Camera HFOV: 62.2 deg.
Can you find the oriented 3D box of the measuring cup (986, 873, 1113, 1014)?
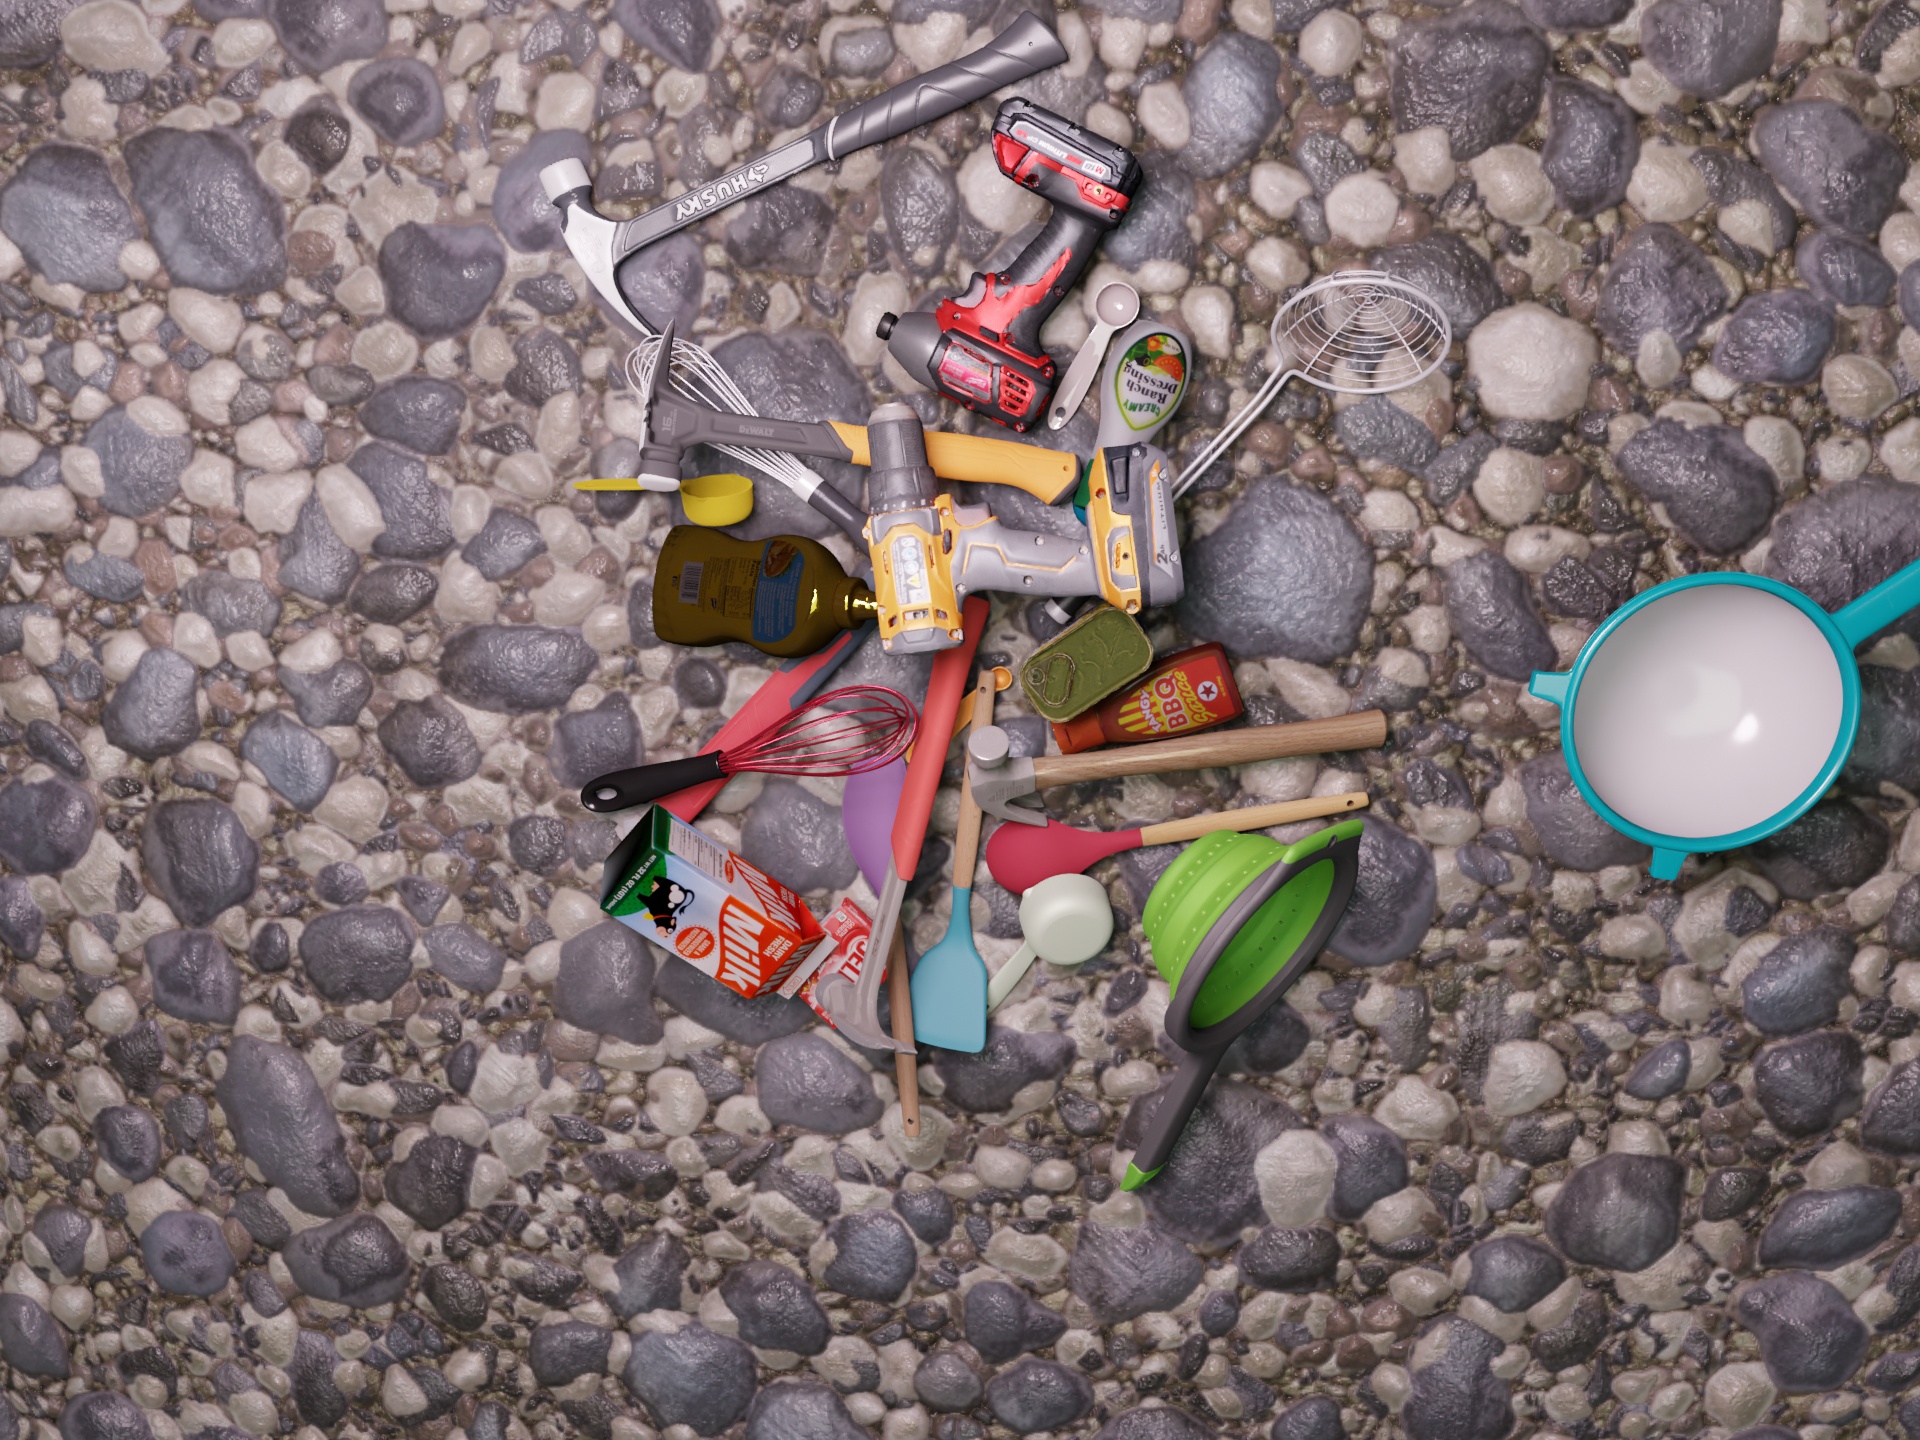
[{"bbox_3d":[0.063,0.199,1.319,0.083,0.038,0.167,27,113,-25],"label":"measuring cup"}]

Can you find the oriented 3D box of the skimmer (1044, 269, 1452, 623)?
[{"bbox_3d":[0.204,-0.192,1.199,0.127,0.090,0.363,32,110,-37],"label":"skimmer"}]

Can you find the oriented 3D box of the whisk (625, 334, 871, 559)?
[{"bbox_3d":[-0.144,-0.202,1.237,0.284,0.070,0.070,39,104,3],"label":"whisk"}]

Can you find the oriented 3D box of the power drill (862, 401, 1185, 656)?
[{"bbox_3d":[0.040,-0.151,1.161,0.226,0.084,0.185,-8,91,6],"label":"power drill"}]

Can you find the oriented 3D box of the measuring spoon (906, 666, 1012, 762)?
[{"bbox_3d":[-0.002,-0.004,1.307,0.117,0.011,0.021,-42,100,17],"label":"measuring spoon"}]

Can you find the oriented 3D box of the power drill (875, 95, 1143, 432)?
[{"bbox_3d":[0.035,-0.342,1.195,0.143,0.078,0.219,26,107,1],"label":"power drill"}]

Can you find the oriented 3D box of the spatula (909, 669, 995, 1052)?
[{"bbox_3d":[0.003,0.115,1.310,0.082,0.044,0.317,11,105,17],"label":"spatula"}]

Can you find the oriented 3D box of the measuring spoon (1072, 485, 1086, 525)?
[{"bbox_3d":[0.116,-0.212,1.239,0.042,0.021,0.128,11,103,4],"label":"measuring spoon"}]

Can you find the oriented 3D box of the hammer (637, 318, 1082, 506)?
[{"bbox_3d":[-0.071,-0.217,1.212,0.336,0.034,0.127,7,79,-11],"label":"hammer"}]

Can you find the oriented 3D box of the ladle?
[{"bbox_3d":[0.174,0.092,1.299,0.315,0.031,0.069,-11,99,7],"label":"ladle"}]

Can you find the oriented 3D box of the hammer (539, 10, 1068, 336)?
[{"bbox_3d":[-0.112,-0.430,1.212,0.409,0.036,0.149,-21,100,10],"label":"hammer"}]

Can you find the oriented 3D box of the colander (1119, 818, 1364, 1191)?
[{"bbox_3d":[0.186,0.220,1.289,0.095,0.204,0.396,40,125,31],"label":"colander"}]

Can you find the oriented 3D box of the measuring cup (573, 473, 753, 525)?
[{"bbox_3d":[-0.240,-0.178,1.280,0.156,0.062,0.029,4,118,17],"label":"measuring cup"}]

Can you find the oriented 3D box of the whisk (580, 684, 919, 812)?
[{"bbox_3d":[-0.172,0.031,1.272,0.296,0.073,0.073,-14,101,14],"label":"whisk"}]

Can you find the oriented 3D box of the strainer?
[{"bbox_3d":[0.599,-0.050,1.185,0.340,0.095,0.211,-35,99,10],"label":"strainer"}]

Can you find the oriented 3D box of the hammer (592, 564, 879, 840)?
[{"bbox_3d":[-0.131,-0.014,1.304,0.143,0.038,0.386,44,103,-5],"label":"hammer"}]

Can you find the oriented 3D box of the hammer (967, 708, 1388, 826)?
[{"bbox_3d":[0.171,0.029,1.254,0.331,0.130,0.031,-7,61,-2],"label":"hammer"}]

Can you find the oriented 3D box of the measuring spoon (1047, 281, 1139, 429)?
[{"bbox_3d":[0.100,-0.282,1.233,0.034,0.018,0.124,28,111,-2],"label":"measuring spoon"}]

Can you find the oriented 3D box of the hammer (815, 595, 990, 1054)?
[{"bbox_3d":[-0.034,0.076,1.253,0.036,0.149,0.359,15,89,-27],"label":"hammer"}]

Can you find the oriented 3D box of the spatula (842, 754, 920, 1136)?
[{"bbox_3d":[-0.057,0.187,1.322,0.060,0.018,0.316,-6,89,7],"label":"spatula"}]
